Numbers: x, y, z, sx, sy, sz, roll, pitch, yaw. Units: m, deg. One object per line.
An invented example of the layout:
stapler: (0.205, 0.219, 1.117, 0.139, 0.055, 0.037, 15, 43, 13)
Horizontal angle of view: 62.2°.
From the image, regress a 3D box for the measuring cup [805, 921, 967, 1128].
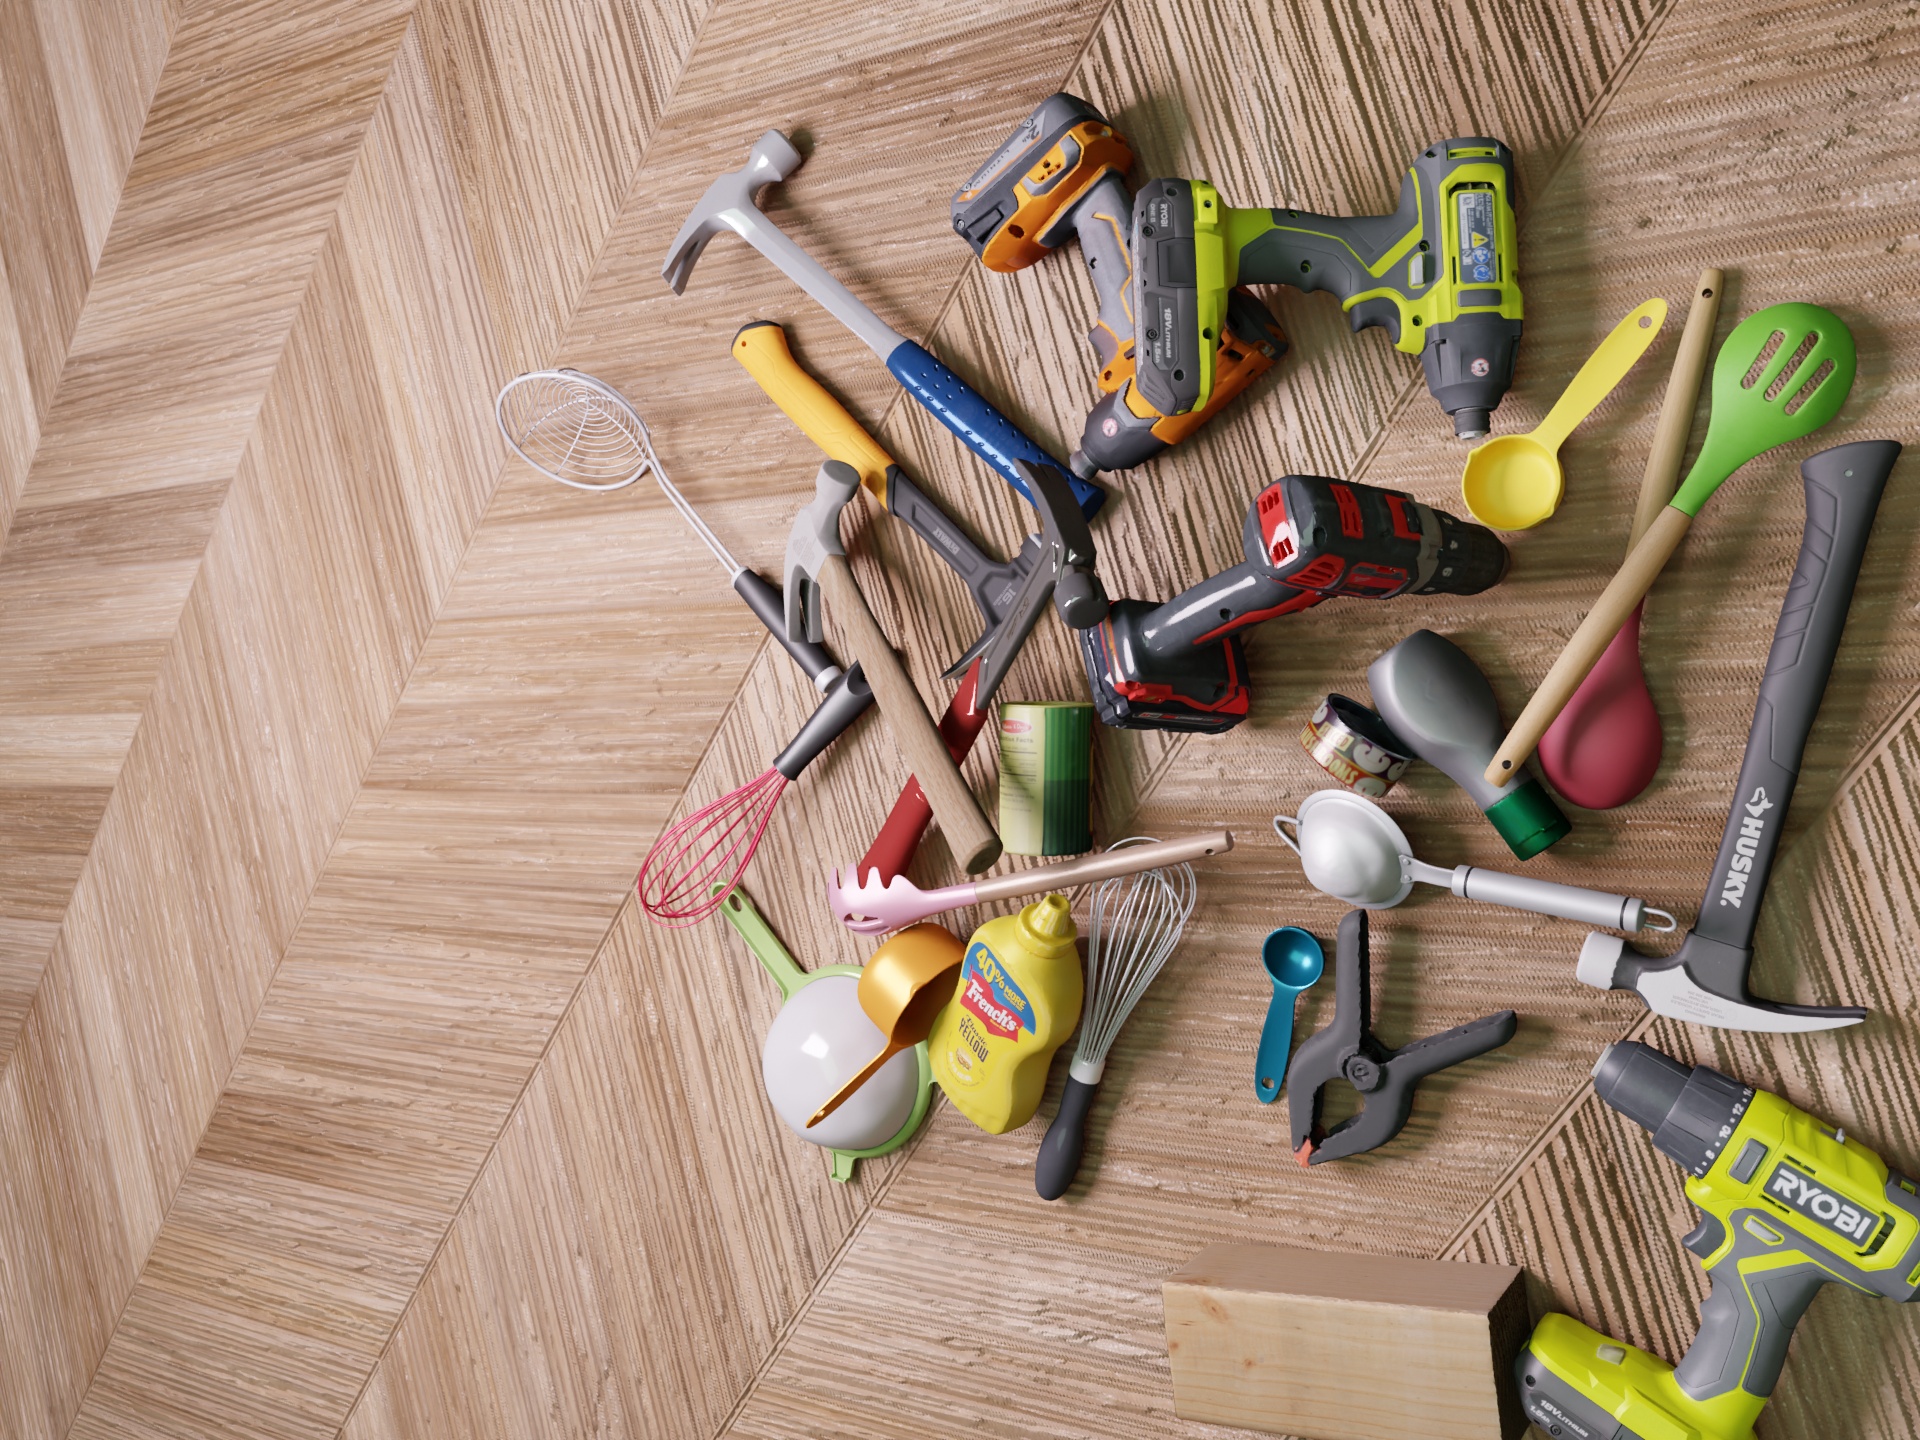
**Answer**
measuring cup: (-0.063, 0.218, 1.155, 0.173, 0.095, 0.052, -44, 63, -2)

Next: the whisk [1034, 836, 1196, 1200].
whisk: (0.095, 0.211, 1.101, 0.070, 0.070, 0.284, 25, 109, 29)

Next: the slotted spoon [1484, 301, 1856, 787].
slotted spoon: (0.390, -0.093, 0.891, 0.070, 0.031, 0.313, 34, 103, 10)

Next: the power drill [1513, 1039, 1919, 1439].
power drill: (0.410, 0.310, 0.895, 0.191, 0.080, 0.228, 31, 105, 26)

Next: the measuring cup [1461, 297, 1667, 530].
measuring cup: (0.359, -0.178, 0.934, 0.062, 0.029, 0.156, 45, 111, 22)

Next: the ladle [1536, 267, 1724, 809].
ladle: (0.395, -0.101, 0.915, 0.069, 0.031, 0.315, 15, 98, 26)

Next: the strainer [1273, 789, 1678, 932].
strainer: (0.294, 0.095, 0.956, 0.258, 0.050, 0.086, 9, 124, 38)

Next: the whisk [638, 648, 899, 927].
whisk: (-0.149, 0.052, 1.229, 0.296, 0.073, 0.073, -47, 69, 13)

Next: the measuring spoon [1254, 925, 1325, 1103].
measuring spoon: (0.214, 0.193, 1.049, 0.042, 0.021, 0.128, 18, 110, 29)

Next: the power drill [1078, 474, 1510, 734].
power drill: (0.201, -0.069, 0.966, 0.226, 0.187, 0.080, -35, 59, 48)

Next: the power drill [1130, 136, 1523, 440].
power drill: (0.217, -0.249, 0.944, 0.223, 0.080, 0.171, -2, 89, 3)

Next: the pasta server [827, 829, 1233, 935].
pasta server: (0.038, 0.105, 1.078, 0.316, 0.060, 0.040, -15, 43, 30)

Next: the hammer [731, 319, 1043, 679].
hammer: (-0.068, -0.181, 1.194, 0.337, 0.034, 0.127, 48, 113, 21)

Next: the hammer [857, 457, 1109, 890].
hammer: (-0.002, -0.004, 1.109, 0.359, 0.036, 0.149, -61, 31, 37)

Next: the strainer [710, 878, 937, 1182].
strainer: (-0.131, 0.227, 1.230, 0.151, 0.069, 0.256, -48, 70, 24)

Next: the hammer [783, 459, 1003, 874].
hammer: (-0.052, -0.028, 1.107, 0.332, 0.031, 0.130, 62, 138, 35)

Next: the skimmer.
skimmer: (-0.233, -0.144, 1.265, 0.363, 0.090, 0.127, 49, 147, 18)

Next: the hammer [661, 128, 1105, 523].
hammer: (-0.056, -0.271, 1.164, 0.144, 0.035, 0.406, -46, 71, -1)

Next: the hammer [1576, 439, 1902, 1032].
hammer: (0.457, 0.011, 0.876, 0.146, 0.035, 0.334, 17, 101, 31)

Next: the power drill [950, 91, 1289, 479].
power drill: (0.092, -0.282, 1.064, 0.164, 0.084, 0.226, -40, 76, 27)
